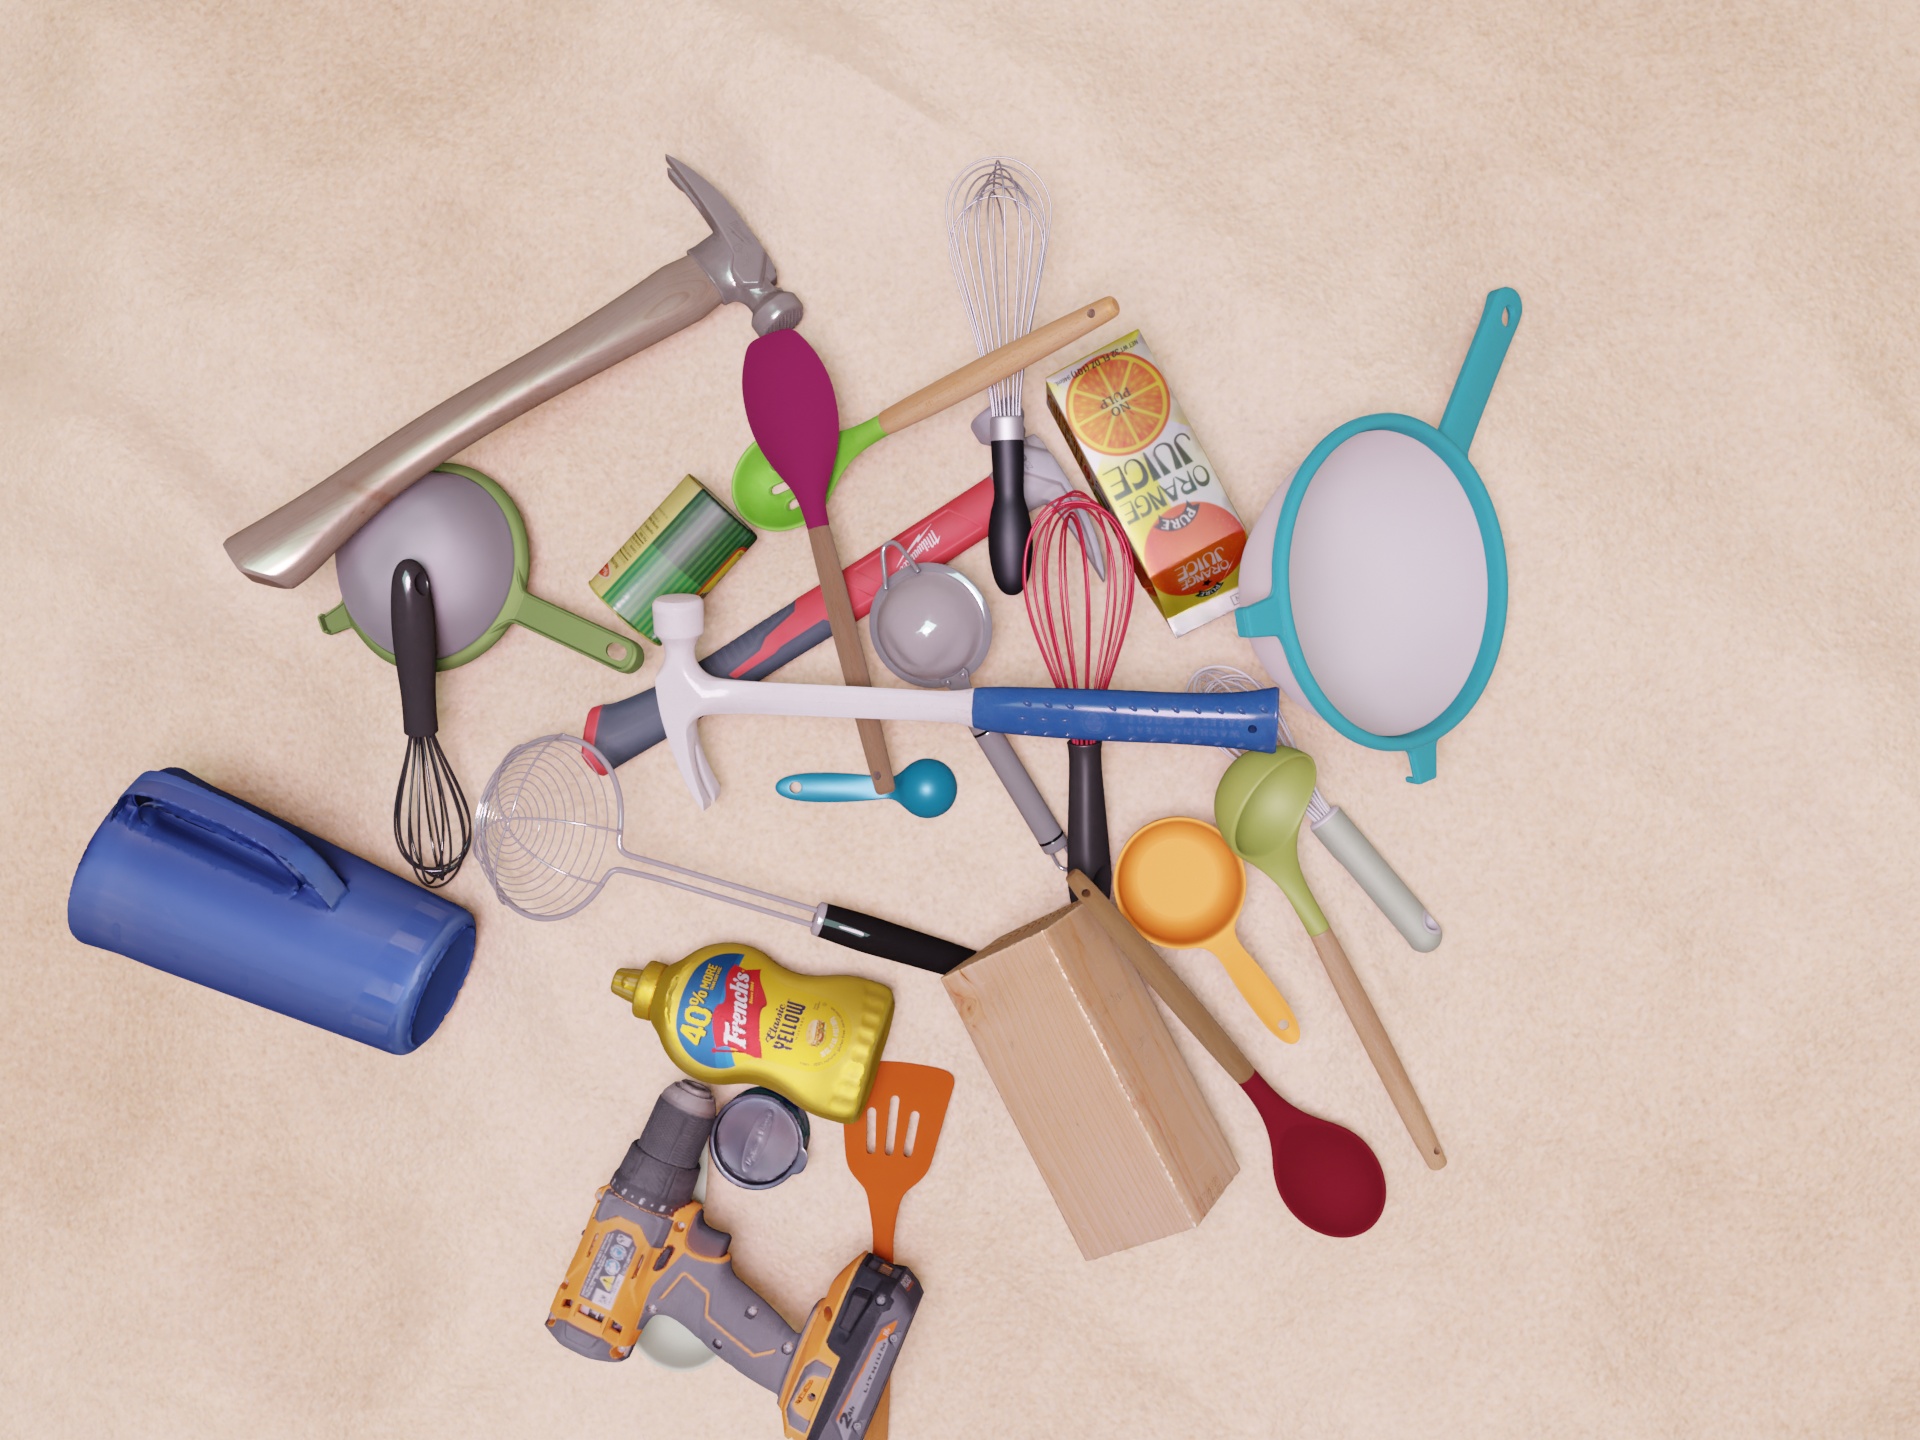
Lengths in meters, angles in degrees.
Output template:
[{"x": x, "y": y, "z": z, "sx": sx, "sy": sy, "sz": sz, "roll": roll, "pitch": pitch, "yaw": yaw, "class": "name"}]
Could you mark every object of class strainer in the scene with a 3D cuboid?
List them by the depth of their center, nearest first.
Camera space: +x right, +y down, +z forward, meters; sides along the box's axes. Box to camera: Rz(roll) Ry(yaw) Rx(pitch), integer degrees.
[{"x": 0.277, "y": -0.141, "z": 1.045, "sx": 0.210, "sy": 0.095, "sz": 0.340, "roll": 36, "pitch": 70, "yaw": -28, "class": "strainer"}, {"x": 0.012, "y": -0.004, "z": 1.072, "sx": 0.087, "sy": 0.050, "sz": 0.258, "roll": -27, "pitch": 103, "yaw": 21, "class": "strainer"}, {"x": -0.335, "y": -0.091, "z": 1.089, "sx": 0.256, "sy": 0.069, "sz": 0.151, "roll": 24, "pitch": 91, "yaw": 17, "class": "strainer"}]

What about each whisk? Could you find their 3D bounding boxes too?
[{"x": 0.031, "y": -0.225, "z": 1.048, "sx": 0.070, "sy": 0.070, "sz": 0.284, "roll": -2, "pitch": 97, "yaw": 5, "class": "whisk"}, {"x": 0.082, "y": -0.005, "z": 1.058, "sx": 0.073, "sy": 0.073, "sz": 0.295, "roll": -2, "pitch": 104, "yaw": 5, "class": "whisk"}, {"x": 0.240, "y": 0.060, "z": 1.073, "sx": 0.246, "sy": 0.058, "sz": 0.059, "roll": 50, "pitch": 128, "yaw": 1, "class": "whisk"}, {"x": -0.366, "y": 0.005, "z": 1.089, "sx": 0.055, "sy": 0.055, "sz": 0.238, "roll": 4, "pitch": 111, "yaw": 5, "class": "whisk"}]

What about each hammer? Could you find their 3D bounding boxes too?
[{"x": -0.002, "y": -0.003, "z": 1.026, "sx": 0.405, "sy": 0.035, "sz": 0.144, "roll": 3, "pitch": 108, "yaw": 11, "class": "hammer"}, {"x": -0.314, "y": -0.227, "z": 1.077, "sx": 0.410, "sy": 0.038, "sz": 0.146, "roll": -36, "pitch": 85, "yaw": -12, "class": "hammer"}, {"x": -0.089, "y": -0.061, "z": 1.105, "sx": 0.386, "sy": 0.038, "sz": 0.143, "roll": -32, "pitch": 88, "yaw": 4, "class": "hammer"}]

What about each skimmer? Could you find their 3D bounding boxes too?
[{"x": -0.157, "y": 0.113, "z": 1.099, "sx": 0.363, "sy": 0.090, "sz": 0.127, "roll": 18, "pitch": 91, "yaw": -9, "class": "skimmer"}]

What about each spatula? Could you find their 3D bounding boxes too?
[{"x": -0.053, "y": 0.401, "z": 1.103, "sx": 0.081, "sy": 0.041, "sz": 0.322, "roll": 3, "pitch": 94, "yaw": 6, "class": "spatula"}]

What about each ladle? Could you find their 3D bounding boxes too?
[{"x": 0.254, "y": 0.160, "z": 1.039, "sx": 0.078, "sy": 0.062, "sz": 0.320, "roll": -32, "pitch": 99, "yaw": -24, "class": "ladle"}, {"x": 0.172, "y": 0.218, "z": 1.053, "sx": 0.069, "sy": 0.031, "sz": 0.315, "roll": -40, "pitch": 98, "yaw": 5, "class": "ladle"}]

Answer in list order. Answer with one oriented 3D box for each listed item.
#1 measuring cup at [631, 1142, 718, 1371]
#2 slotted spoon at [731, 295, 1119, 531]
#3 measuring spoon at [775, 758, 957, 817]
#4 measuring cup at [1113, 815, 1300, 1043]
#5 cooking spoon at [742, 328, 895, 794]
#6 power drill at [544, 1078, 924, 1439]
[{"x": -0.187, "y": 0.363, "z": 1.109, "sx": 0.083, "sy": 0.038, "sz": 0.167, "roll": 3, "pitch": 85, "yaw": 3, "class": "measuring cup"}, {"x": -0.029, "y": -0.203, "z": 1.044, "sx": 0.314, "sy": 0.031, "sz": 0.070, "roll": -21, "pitch": 87, "yaw": 33, "class": "slotted spoon"}, {"x": -0.067, "y": 0.047, "z": 1.108, "sx": 0.128, "sy": 0.021, "sz": 0.042, "roll": 0, "pitch": 89, "yaw": 4, "class": "measuring spoon"}, {"x": 0.172, "y": 0.142, "z": 1.072, "sx": 0.095, "sy": 0.052, "sz": 0.173, "roll": -36, "pitch": 88, "yaw": 4, "class": "measuring cup"}, {"x": -0.089, "y": -0.105, "z": 1.070, "sx": 0.069, "sy": 0.017, "sz": 0.319, "roll": -13, "pitch": 93, "yaw": 24, "class": "cooking spoon"}, {"x": -0.140, "y": 0.359, "z": 1.050, "sx": 0.226, "sy": 0.084, "sz": 0.185, "roll": 22, "pitch": 86, "yaw": 8, "class": "power drill"}]
